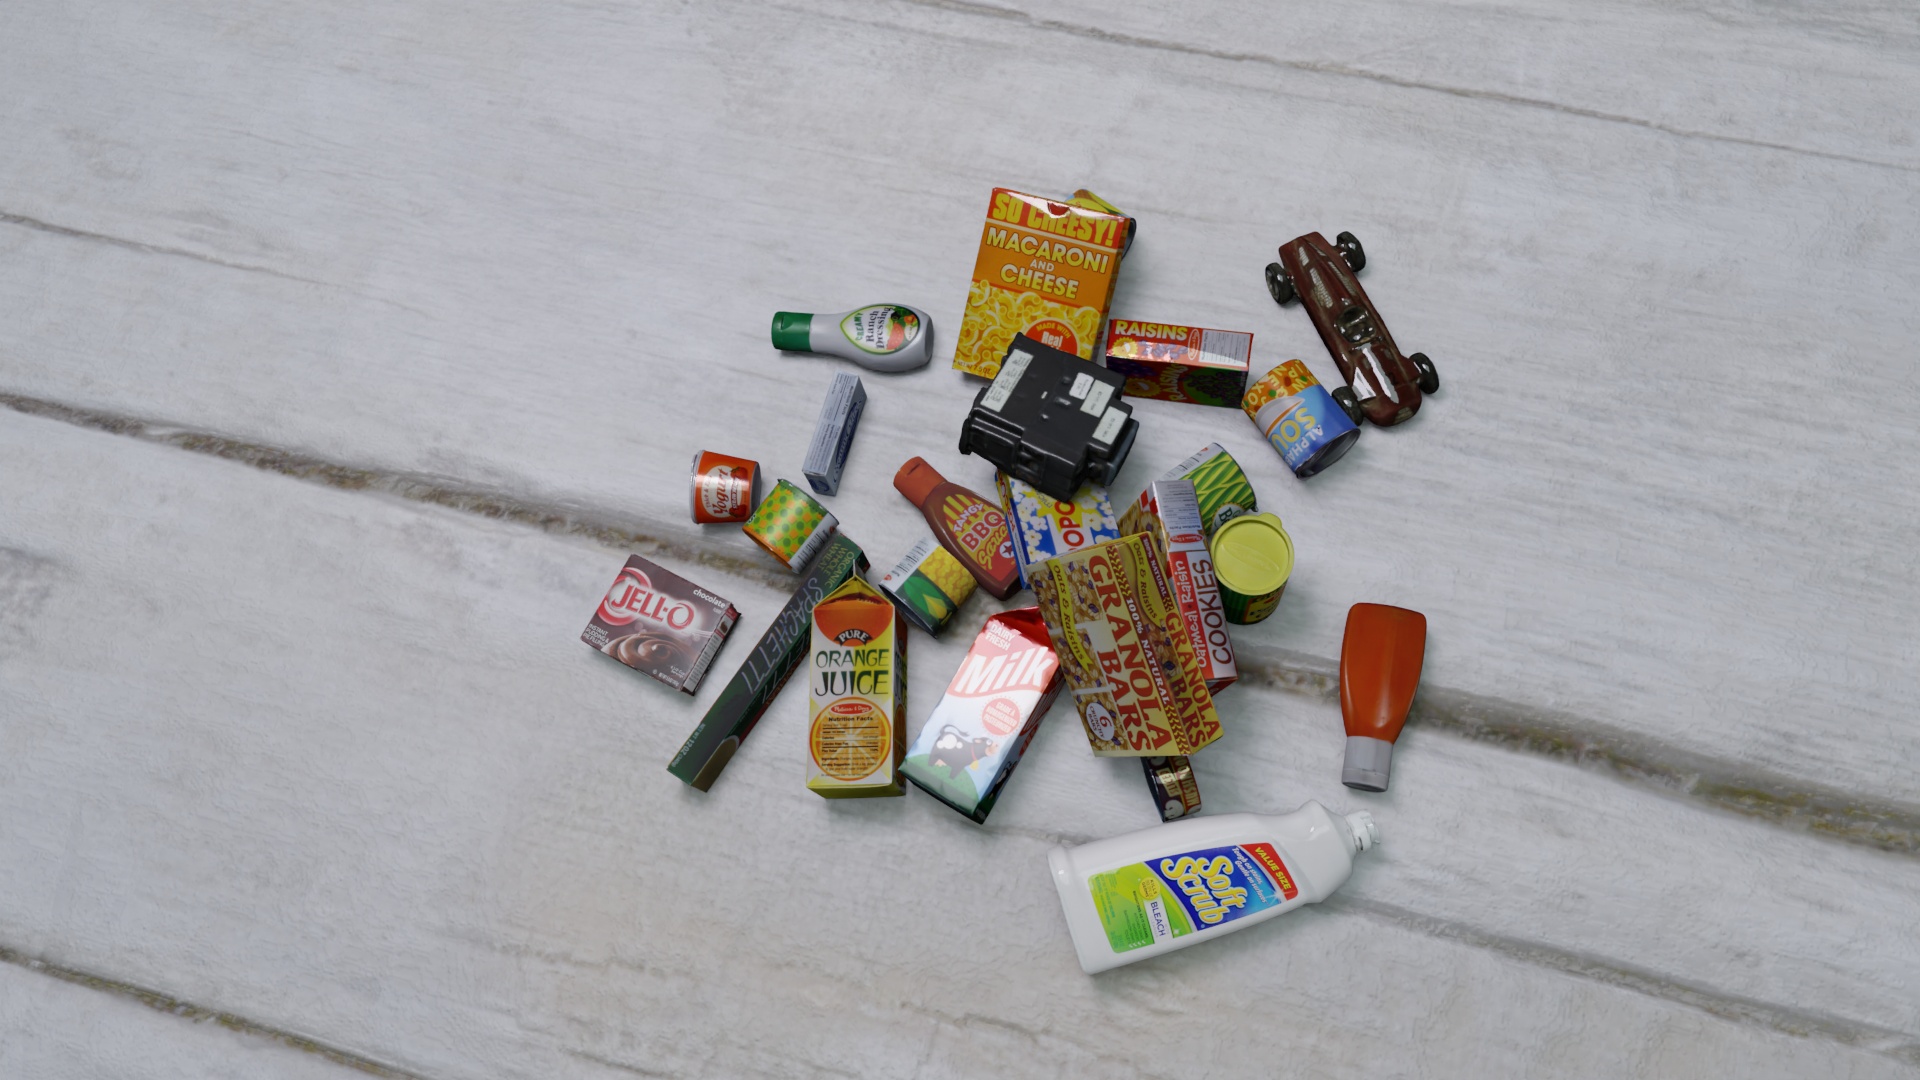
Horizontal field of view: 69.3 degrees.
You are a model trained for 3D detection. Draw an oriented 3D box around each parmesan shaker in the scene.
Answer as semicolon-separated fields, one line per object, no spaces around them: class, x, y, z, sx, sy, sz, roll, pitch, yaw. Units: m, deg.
parmesan shaker;0.238;0.024;1.144;0.071;0.103;0.071;-2;72;7

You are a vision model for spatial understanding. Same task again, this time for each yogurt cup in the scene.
yogurt cup;-0.210;-0.046;1.250;0.054;0.072;0.072;5;72;1

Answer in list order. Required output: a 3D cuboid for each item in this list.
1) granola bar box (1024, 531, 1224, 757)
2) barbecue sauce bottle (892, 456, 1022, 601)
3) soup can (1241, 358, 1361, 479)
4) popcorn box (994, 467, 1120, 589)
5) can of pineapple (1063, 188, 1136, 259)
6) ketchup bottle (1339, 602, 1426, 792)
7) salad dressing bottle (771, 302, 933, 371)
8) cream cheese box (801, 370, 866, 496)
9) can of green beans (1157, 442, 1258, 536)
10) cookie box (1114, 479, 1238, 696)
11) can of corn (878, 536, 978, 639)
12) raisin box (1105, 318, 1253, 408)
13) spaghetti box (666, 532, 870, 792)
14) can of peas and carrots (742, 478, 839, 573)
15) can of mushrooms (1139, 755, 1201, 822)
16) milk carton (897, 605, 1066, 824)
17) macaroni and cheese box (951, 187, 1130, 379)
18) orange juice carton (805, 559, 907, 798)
granola bar box;0.125;0.083;1.072;0.039;0.124;0.165;-22;92;-32
barbecue sauce bottle;0.004;-0.015;1.220;0.149;0.043;0.065;41;72;18
soup can;0.291;-0.104;1.199;0.071;0.071;0.084;-33;70;-4
popcorn box;0.084;-0.020;1.185;0.085;0.038;0.127;-3;53;-13
can of pineapple;0.120;-0.283;1.283;0.058;0.071;0.071;36;80;18
ketchup bottle;0.337;0.127;1.127;0.065;0.043;0.149;10;73;12
salad dressing bottle;-0.101;-0.191;1.294;0.148;0.044;0.064;4;71;9
cream cheese box;-0.114;-0.097;1.259;0.024;0.053;0.104;13;74;10
can of green beans;0.211;-0.041;1.190;0.058;0.071;0.071;-33;70;-3
cookie box;0.169;0.051;1.132;0.040;0.122;0.168;-3;69;-16
can of corn;-0.025;0.041;1.195;0.071;0.071;0.058;40;80;18
raisin box;0.191;-0.156;1.221;0.123;0.086;0.040;7;75;10
spaghetti box;-0.162;0.104;1.198;0.029;0.050;0.250;32;78;14
can of peas and carrots;-0.152;-0.014;1.228;0.071;0.070;0.059;34;80;17
can of mushrooms;0.168;0.190;1.114;0.033;0.071;0.071;-17;70;0
milk carton;0.032;0.131;1.151;0.073;0.072;0.191;28;77;16
macaroni and cheese box;0.072;-0.220;1.243;0.124;0.040;0.166;16;105;12
orange juice carton;-0.085;0.117;1.172;0.073;0.071;0.193;-3;71;7
